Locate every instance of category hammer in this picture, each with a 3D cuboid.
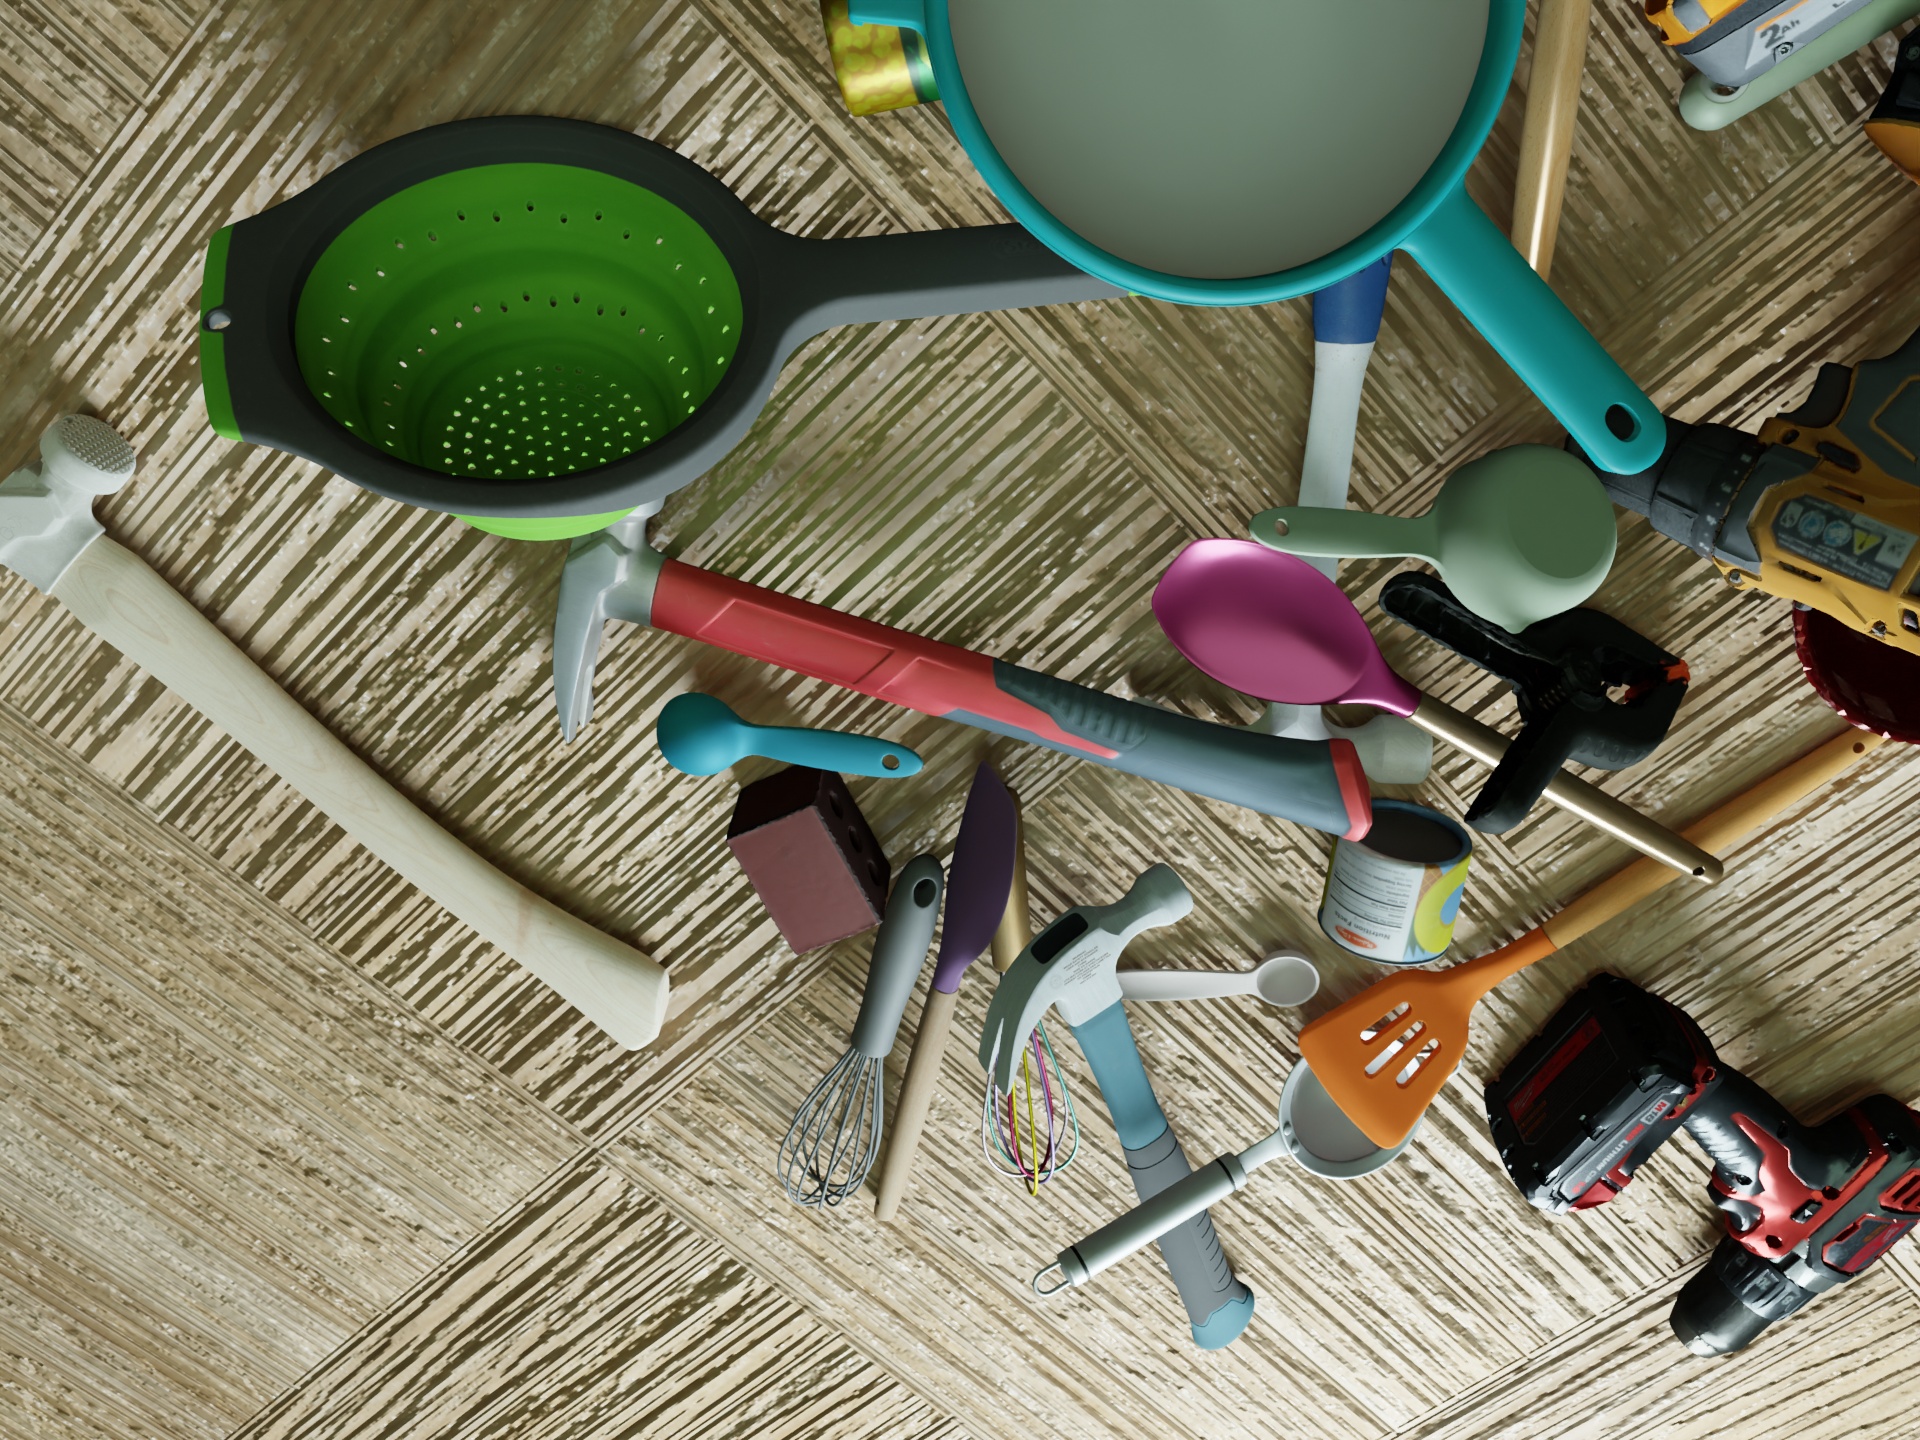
[{"bbox_3d":[-0.001,-0.002,0.742,0.386,0.038,0.143,17,117,2],"label":"hammer"},{"bbox_3d":[-0.316,0.039,0.804,0.146,0.038,0.410,-39,110,21],"label":"hammer"},{"bbox_3d":[0.159,-0.154,0.689,0.144,0.035,0.405,2,117,1],"label":"hammer"},{"bbox_3d":[0.104,0.231,0.863,0.128,0.033,0.330,-30,122,-11],"label":"hammer"}]

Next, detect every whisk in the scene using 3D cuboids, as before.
[{"bbox_3d":[0.395,-0.301,0.604,0.246,0.059,0.058,-28,76,19],"label":"whisk"},{"bbox_3d":[-0.051,0.171,0.854,0.055,0.055,0.238,15,115,-6],"label":"whisk"},{"bbox_3d":[0.031,0.149,0.841,0.051,0.047,0.244,3,114,18],"label":"whisk"}]

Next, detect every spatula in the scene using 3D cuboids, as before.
[{"bbox_3d":[0.322,0.100,0.807,0.322,0.041,0.081,-38,93,17],"label":"spatula"},{"bbox_3d":[-0.012,0.161,0.846,0.018,0.060,0.315,-3,127,-26],"label":"spatula"}]

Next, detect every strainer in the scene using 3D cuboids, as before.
[{"bbox_3d":[0.149,0.233,0.844,0.258,0.050,0.086,-27,106,-13],"label":"strainer"},{"bbox_3d":[0.131,-0.215,0.590,0.340,0.095,0.211,42,93,-15],"label":"strainer"}]

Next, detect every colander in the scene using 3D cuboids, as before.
[{"bbox_3d":[-0.095,-0.153,0.665,0.397,0.205,0.094,-8,152,-11],"label":"colander"}]

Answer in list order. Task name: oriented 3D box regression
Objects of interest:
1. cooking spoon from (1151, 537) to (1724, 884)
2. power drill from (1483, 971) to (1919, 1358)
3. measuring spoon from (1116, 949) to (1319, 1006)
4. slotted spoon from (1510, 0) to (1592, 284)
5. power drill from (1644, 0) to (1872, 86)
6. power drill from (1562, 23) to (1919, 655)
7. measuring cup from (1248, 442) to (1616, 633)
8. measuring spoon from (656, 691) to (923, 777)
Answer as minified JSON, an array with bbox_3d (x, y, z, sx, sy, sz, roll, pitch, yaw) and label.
[{"bbox_3d":[0.229,0.004,0.736,0.318,0.017,0.068,27,117,-13],"label":"cooking spoon"},{"bbox_3d":[0.399,0.253,0.865,0.226,0.080,0.188,26,115,-14],"label":"power drill"},{"bbox_3d":[0.128,0.136,0.851,0.124,0.018,0.034,-4,120,11],"label":"measuring spoon"},{"bbox_3d":[0.220,-0.255,0.574,0.070,0.031,0.313,18,148,23],"label":"slotted spoon"},{"bbox_3d":[0.248,-0.342,0.529,0.226,0.084,0.164,34,147,-18],"label":"power drill"},{"bbox_3d":[0.365,-0.155,0.632,0.185,0.084,0.226,34,112,35],"label":"power drill"},{"bbox_3d":[0.201,-0.081,0.664,0.167,0.038,0.083,0,81,-20],"label":"measuring cup"},{"bbox_3d":[-0.082,0.015,0.733,0.128,0.021,0.042,7,118,10],"label":"measuring spoon"}]
